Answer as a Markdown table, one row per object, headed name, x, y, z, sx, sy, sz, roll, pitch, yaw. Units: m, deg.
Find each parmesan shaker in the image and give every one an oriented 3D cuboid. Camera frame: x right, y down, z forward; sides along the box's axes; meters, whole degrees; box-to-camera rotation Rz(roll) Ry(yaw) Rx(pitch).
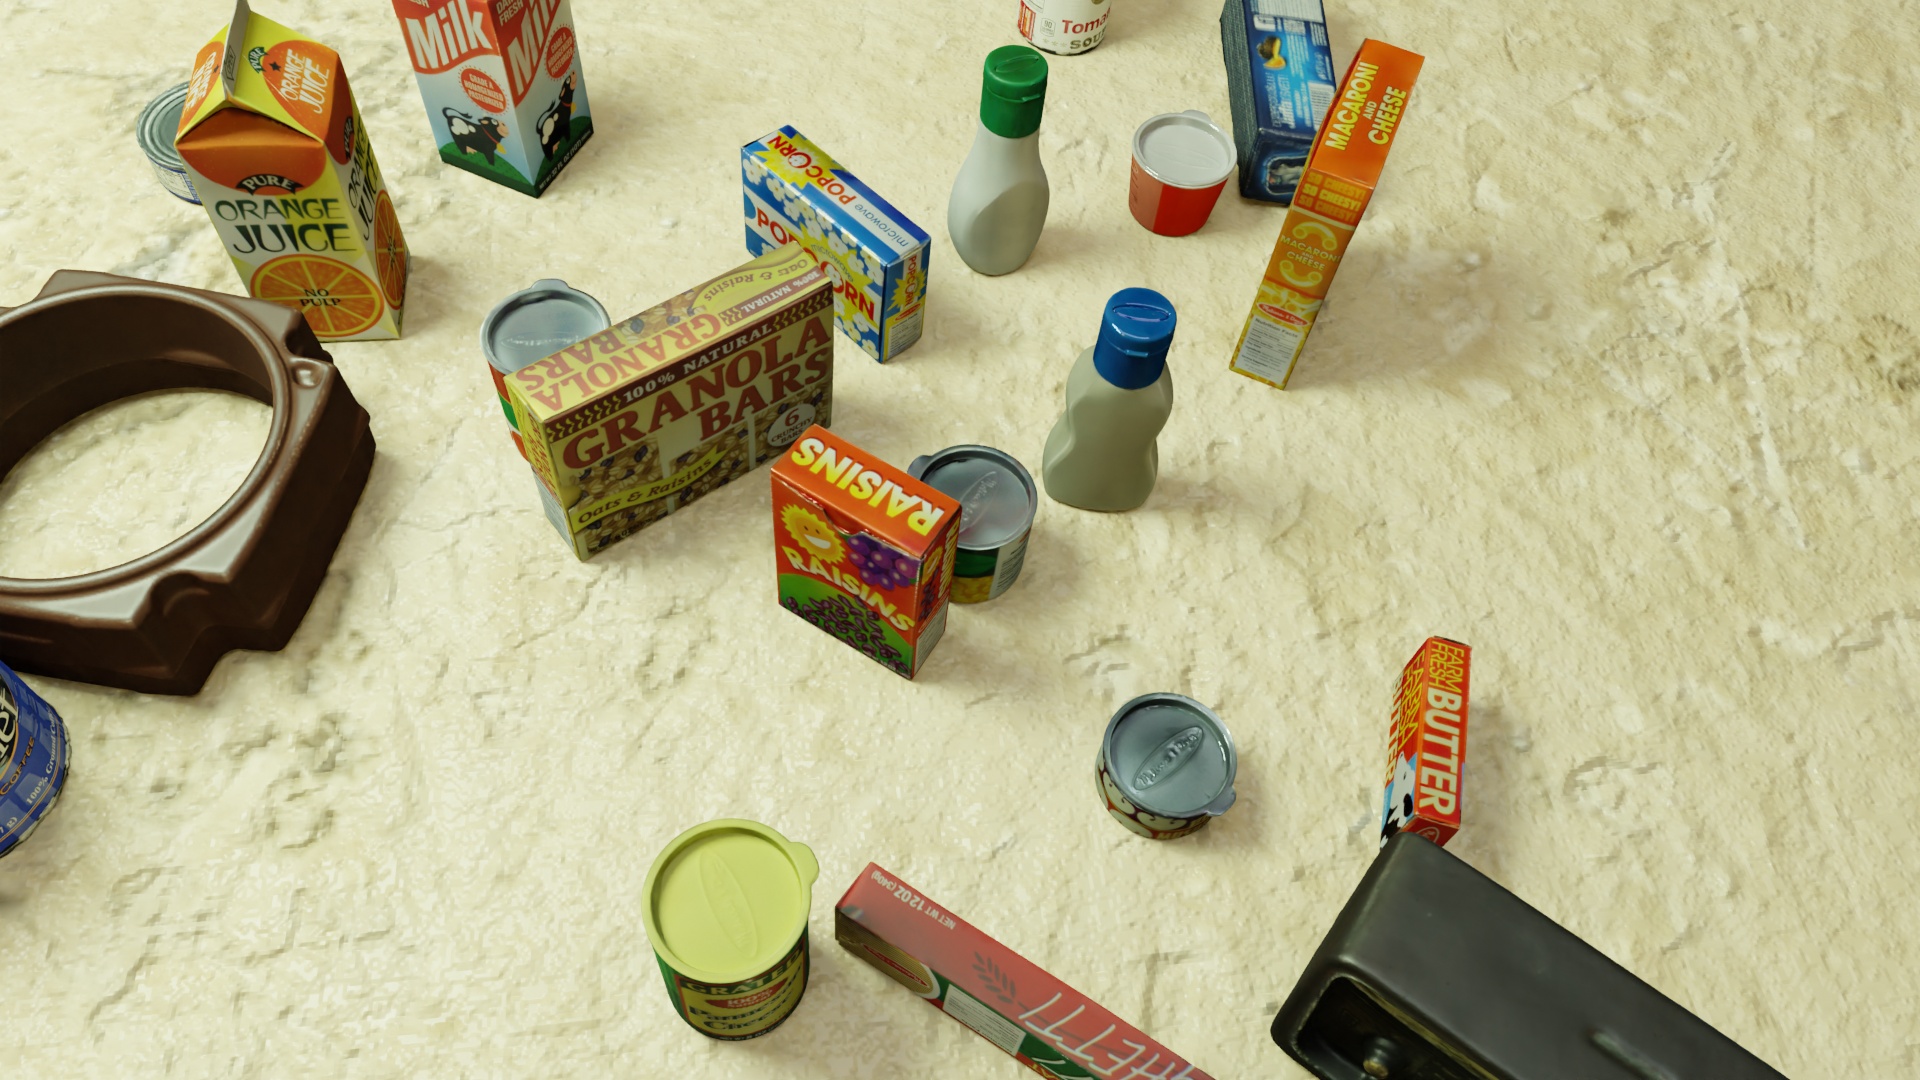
| name | x | y | z | sx | sy | sz | roll | pitch | yaw |
| --- | --- | --- | --- | --- | --- | --- | --- | --- | --- |
| parmesan shaker | -0.094 | 0.167 | 0.590 | 0.071 | 0.102 | 0.071 | 3 | 57 | -4 |

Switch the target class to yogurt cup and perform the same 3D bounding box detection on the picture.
| name | x | y | z | sx | sy | sz | roll | pitch | yaw |
| --- | --- | --- | --- | --- | --- | --- | --- | --- | --- |
| yogurt cup | 0.141 | -0.236 | 0.906 | 0.072 | 0.053 | 0.073 | 3 | 57 | -4 |

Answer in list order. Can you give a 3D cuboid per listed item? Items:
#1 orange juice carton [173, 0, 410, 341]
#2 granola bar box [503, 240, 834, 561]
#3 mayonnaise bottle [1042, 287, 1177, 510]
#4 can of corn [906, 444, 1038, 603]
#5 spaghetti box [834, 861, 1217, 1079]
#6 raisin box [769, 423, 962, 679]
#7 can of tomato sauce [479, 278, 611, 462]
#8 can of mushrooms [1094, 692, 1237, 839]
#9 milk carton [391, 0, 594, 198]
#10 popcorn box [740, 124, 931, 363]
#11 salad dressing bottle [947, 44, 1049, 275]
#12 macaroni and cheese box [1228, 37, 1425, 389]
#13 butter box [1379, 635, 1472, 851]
| name | x | y | z | sx | sy | sz | roll | pitch | yaw |
| --- | --- | --- | --- | --- | --- | --- | --- | --- | --- |
| orange juice carton | -0.359 | -0.195 | 0.746 | 0.073 | 0.191 | 0.072 | -4 | 58 | -8 |
| granola bar box | -0.144 | -0.071 | 0.728 | 0.166 | 0.123 | 0.039 | -31 | 65 | -23 |
| mayonnaise bottle | 0.083 | -0.072 | 0.737 | 0.065 | 0.147 | 0.041 | 7 | 57 | -1 |
| can of corn | 0.003 | -0.009 | 0.741 | 0.071 | 0.058 | 0.071 | 3 | 57 | -4 |
| spaghetti box | 0.056 | 0.222 | 0.601 | 0.250 | 0.050 | 0.029 | 29 | 59 | 13 |
| raisin box | -0.048 | 0.008 | 0.686 | 0.086 | 0.122 | 0.040 | 30 | 59 | 13 |
| can of tomato sauce | -0.219 | -0.088 | 0.756 | 0.071 | 0.082 | 0.071 | 3 | 57 | -4 |
| can of mushrooms | 0.102 | 0.113 | 0.686 | 0.071 | 0.033 | 0.071 | 3 | 57 | -4 |
| milk carton | -0.281 | -0.306 | 0.827 | 0.073 | 0.189 | 0.073 | 22 | 58 | 9 |
| popcorn box | -0.075 | -0.176 | 0.826 | 0.127 | 0.084 | 0.038 | 42 | 63 | 20 |
| salad dressing bottle | 0.026 | -0.225 | 0.831 | 0.064 | 0.147 | 0.044 | -22 | 62 | -18 |
| macaroni and cheese box | 0.212 | -0.188 | 0.814 | 0.040 | 0.165 | 0.124 | 22 | 58 | 9 |
| butter box | 0.232 | 0.104 | 0.694 | 0.024 | 0.052 | 0.104 | 15 | 57 | 4 |
